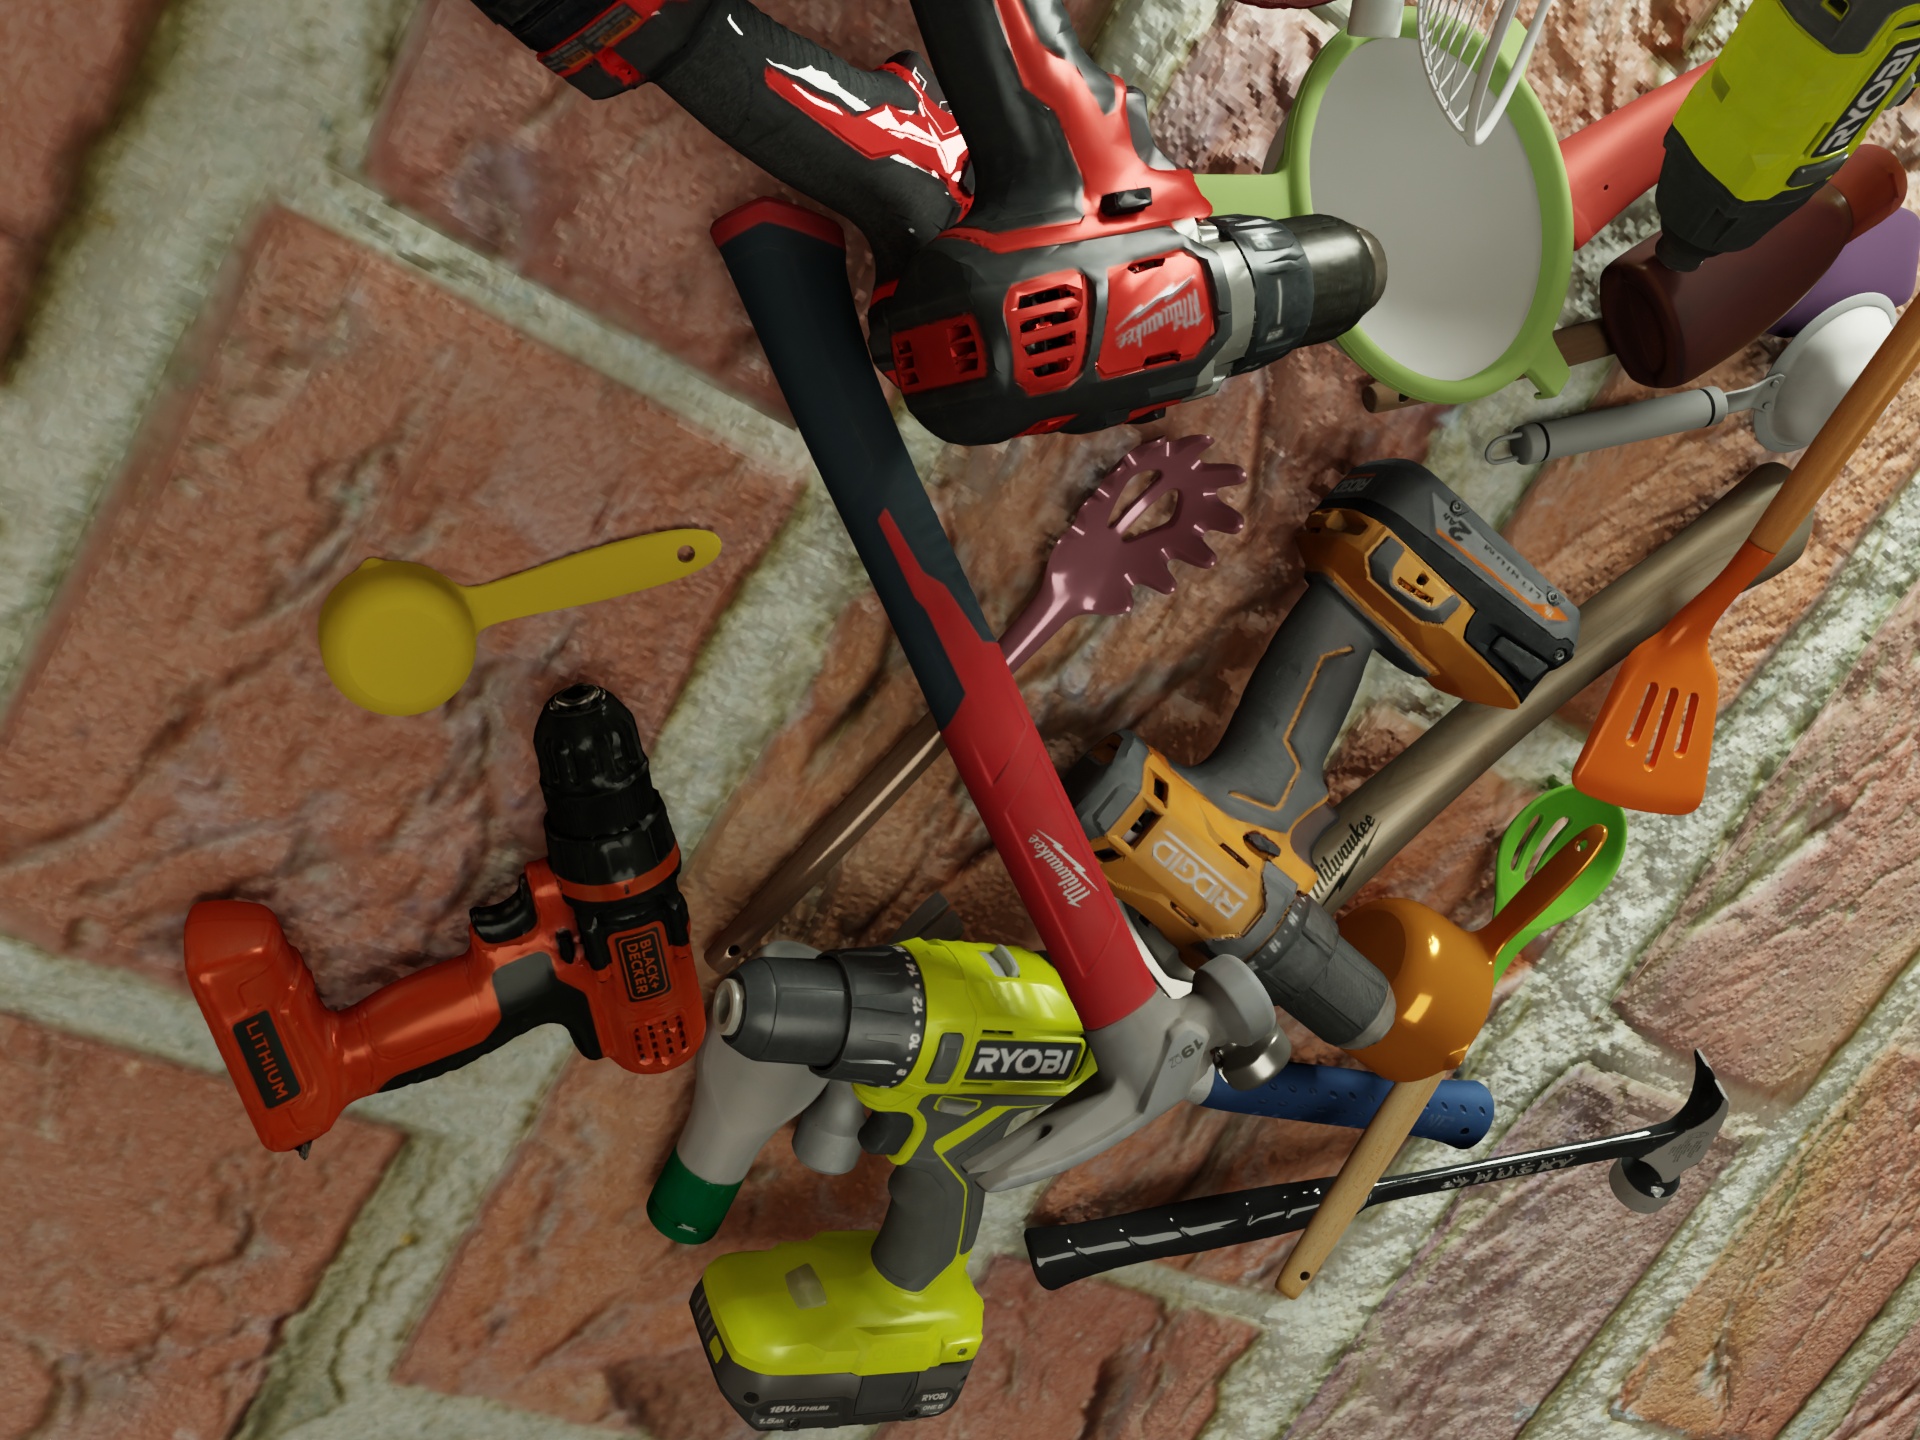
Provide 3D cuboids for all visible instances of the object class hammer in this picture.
[{"bbox_3d":[0.234,0.259,0.880,0.409,0.036,0.149,-7,139,-11],"label":"hammer"},{"bbox_3d":[0.121,0.183,0.829,0.405,0.035,0.144,13,109,-26],"label":"hammer"},{"bbox_3d":[-0.010,-0.007,0.611,0.143,0.038,0.386,-29,104,-16],"label":"hammer"},{"bbox_3d":[0.393,-0.313,0.698,0.359,0.037,0.149,-28,121,-7],"label":"hammer"},{"bbox_3d":[0.250,-0.002,0.780,0.410,0.038,0.146,-38,100,-7],"label":"hammer"}]

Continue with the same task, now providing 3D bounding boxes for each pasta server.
[{"bbox_3d":[-0.001,-0.002,0.690,0.060,0.040,0.316,42,96,-20],"label":"pasta server"}]

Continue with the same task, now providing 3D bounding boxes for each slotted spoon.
[{"bbox_3d":[0.254,0.167,0.838,0.070,0.031,0.314,37,82,-15],"label":"slotted spoon"}]

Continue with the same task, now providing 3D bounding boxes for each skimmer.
[{"bbox_3d":[0.323,-0.300,0.600,0.363,0.090,0.127,-15,143,-18],"label":"skimmer"}]

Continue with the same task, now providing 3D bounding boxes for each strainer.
[{"bbox_3d":[0.367,-0.150,0.766,0.258,0.050,0.086,-13,133,-12],"label":"strainer"},{"bbox_3d":[0.123,-0.189,0.610,0.256,0.069,0.151,-10,94,-28],"label":"strainer"}]

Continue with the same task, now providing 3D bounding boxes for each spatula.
[{"bbox_3d":[0.325,-0.188,0.742,0.316,0.018,0.059,-18,116,-15],"label":"spatula"},{"bbox_3d":[0.385,-0.095,0.722,0.081,0.041,0.322,12,122,-20],"label":"spatula"}]

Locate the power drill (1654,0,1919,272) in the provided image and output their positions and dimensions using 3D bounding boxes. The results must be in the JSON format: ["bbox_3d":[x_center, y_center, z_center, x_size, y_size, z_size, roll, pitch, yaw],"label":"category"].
[{"bbox_3d":[0.387,-0.264,0.624,0.223,0.080,0.171,-21,158,-15],"label":"power drill"}]

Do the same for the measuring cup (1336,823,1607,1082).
[{"bbox_3d":[0.246,0.104,0.800,0.052,0.095,0.173,31,112,-23],"label":"measuring cup"}]

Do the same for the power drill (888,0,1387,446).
[{"bbox_3d":[0.048,-0.207,0.491,0.188,0.080,0.226,-19,103,-32],"label":"power drill"}]

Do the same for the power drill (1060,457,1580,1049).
[{"bbox_3d":[0.172,0.022,0.709,0.185,0.084,0.226,40,90,-10],"label":"power drill"}]

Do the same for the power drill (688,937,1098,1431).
[{"bbox_3d":[-0.038,0.198,0.702,0.190,0.080,0.228,9,112,-30],"label":"power drill"}]

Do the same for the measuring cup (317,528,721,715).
[{"bbox_3d":[-0.165,-0.043,0.607,0.156,0.029,0.062,-18,120,-11],"label":"measuring cup"}]

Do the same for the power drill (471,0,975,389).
[{"bbox_3d":[-0.037,-0.219,0.531,0.219,0.078,0.143,36,66,-35],"label":"power drill"}]
